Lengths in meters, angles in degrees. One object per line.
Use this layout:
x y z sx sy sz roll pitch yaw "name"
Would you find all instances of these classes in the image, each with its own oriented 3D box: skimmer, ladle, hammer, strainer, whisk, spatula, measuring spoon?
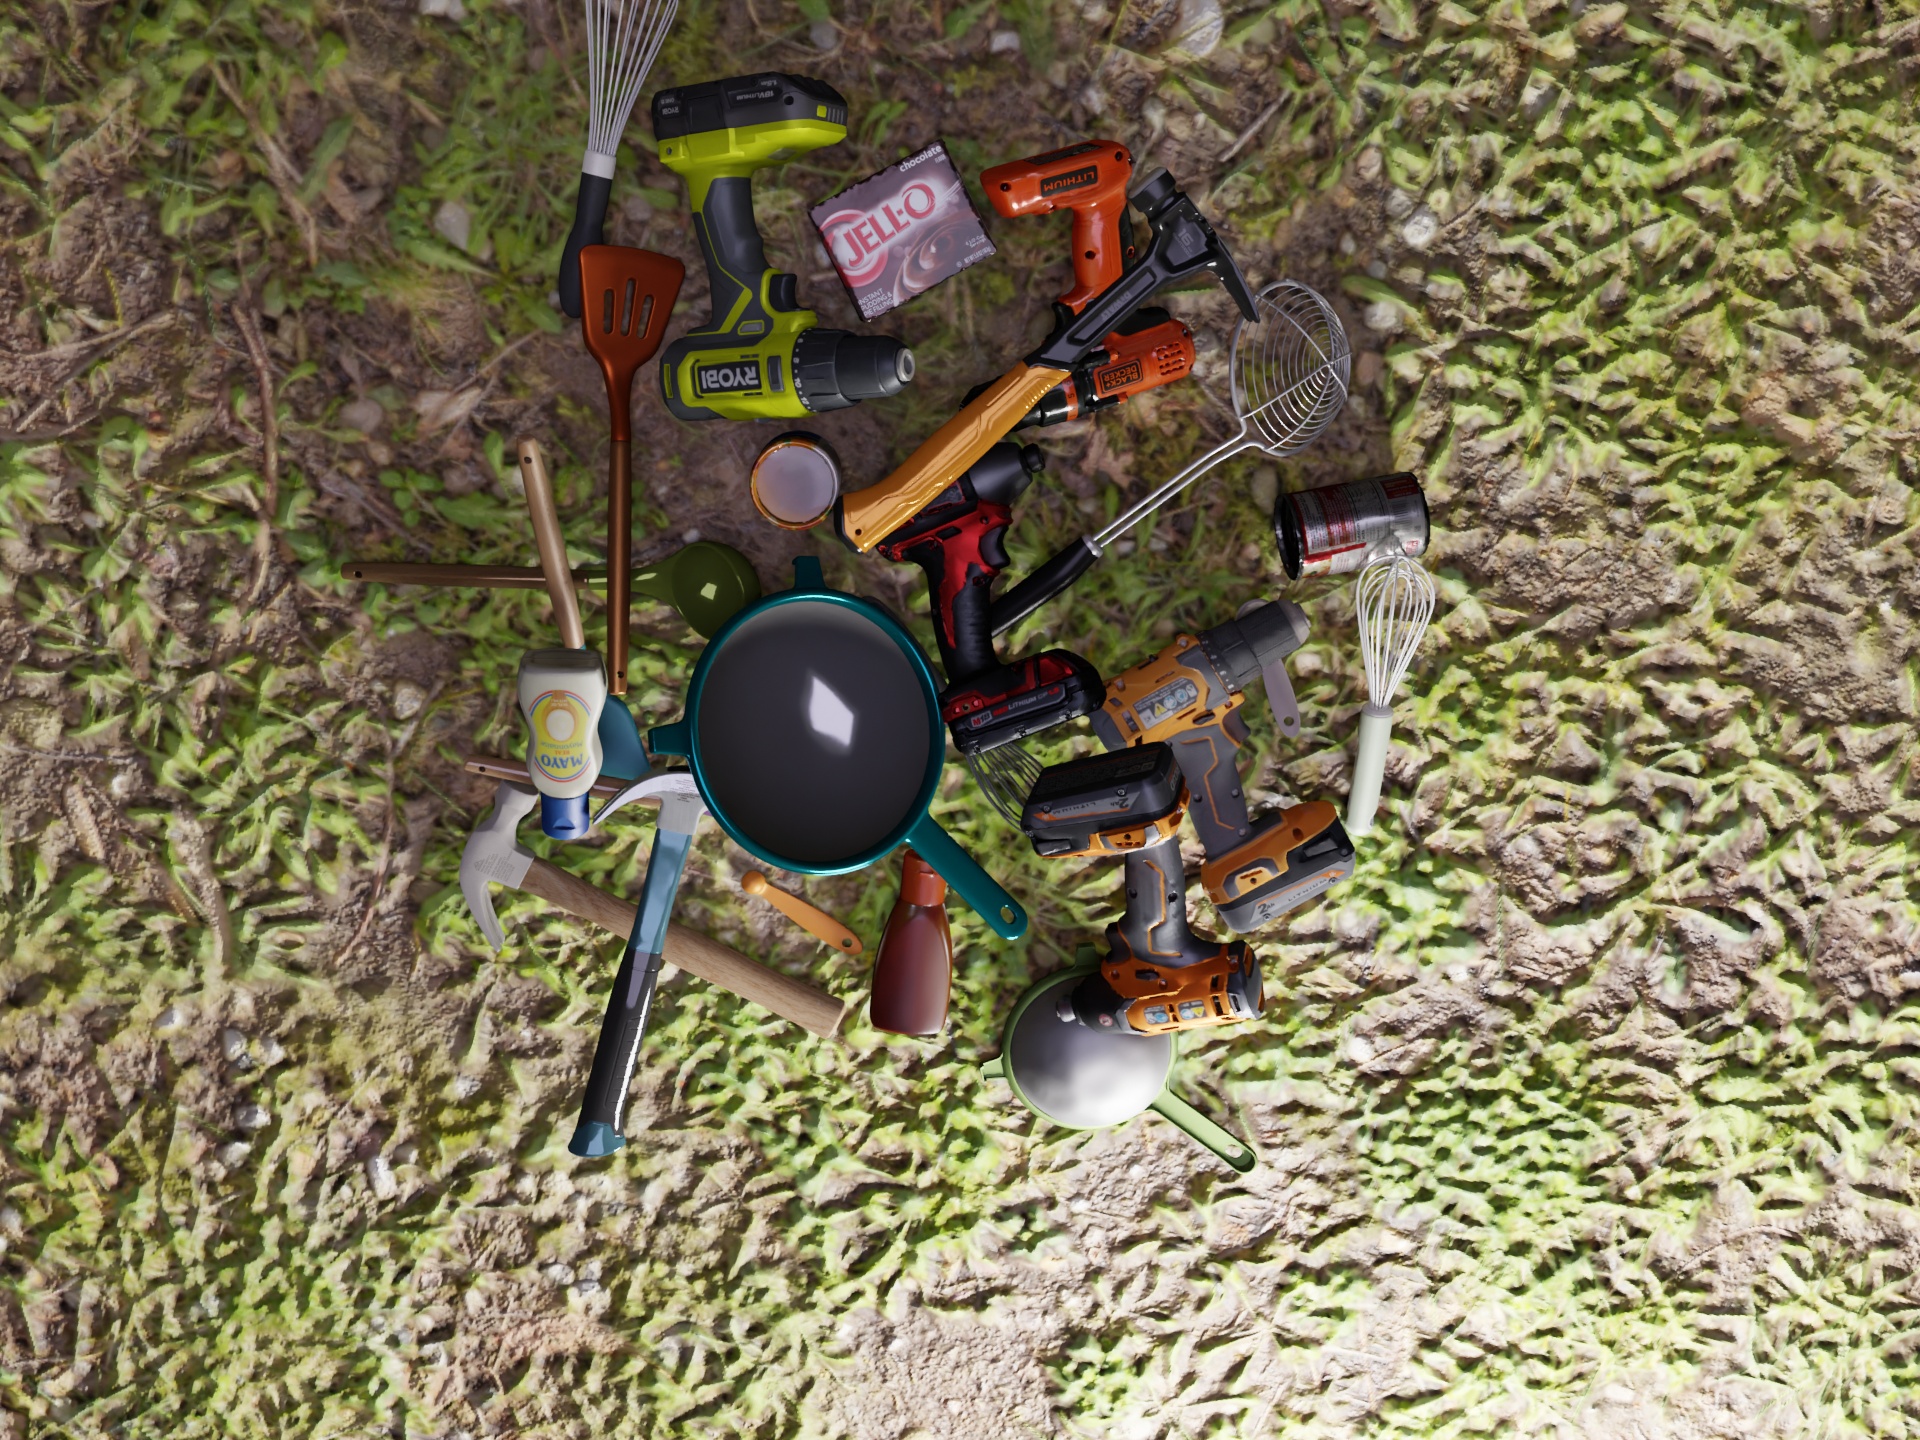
0.143 -0.186 1.216 0.363 0.090 0.127 -36 130 17 "skimmer"
-0.310 -0.103 1.201 0.320 0.062 0.078 2 114 -1 "ladle"
-0.247 0.175 1.284 0.331 0.031 0.130 28 100 -10 "hammer"
-0.251 0.193 1.253 0.128 0.033 0.331 14 100 -9 "hammer"
-0.081 0.053 1.218 0.340 0.095 0.211 46 64 -21 "strainer"
0.152 0.313 1.322 0.256 0.069 0.151 37 99 -9 "strainer"
-0.001 -0.005 1.249 0.055 0.055 0.239 -39 98 6 "whisk"
-0.229 0.060 1.256 0.316 0.018 0.059 11 116 -10 "spatula"
0.327 -0.016 1.245 0.059 0.058 0.246 15 121 23 "whisk"
-0.157 0.020 1.256 0.128 0.021 0.042 22 101 -10 "measuring spoon"
-0.251 -0.427 1.127 0.070 0.070 0.284 13 107 -7 "whisk"
-0.246 -0.180 1.162 0.081 0.041 0.322 2 87 -31 "spatula"
-0.290 -0.070 1.177 0.082 0.044 0.317 -4 133 -2 "spatula"
0.049 -0.229 1.121 0.337 0.034 0.127 -39 108 7 "hammer"
0.249 -0.043 1.271 0.034 0.018 0.124 -16 111 13 "measuring spoon"
-0.129 0.159 1.297 0.117 0.011 0.021 34 100 -11 "measuring spoon"

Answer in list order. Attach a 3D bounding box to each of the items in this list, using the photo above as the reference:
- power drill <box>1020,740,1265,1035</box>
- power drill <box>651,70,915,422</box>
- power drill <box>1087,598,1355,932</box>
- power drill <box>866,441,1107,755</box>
0.124 0.142 1.219 0.164 0.084 0.226 -14 109 21 "power drill"
-0.128 -0.326 1.116 0.190 0.080 0.228 2 104 25 "power drill"
0.227 0.030 1.249 0.185 0.084 0.226 -31 99 9 "power drill"
0.024 -0.096 1.182 0.143 0.078 0.220 -21 87 16 "power drill"
